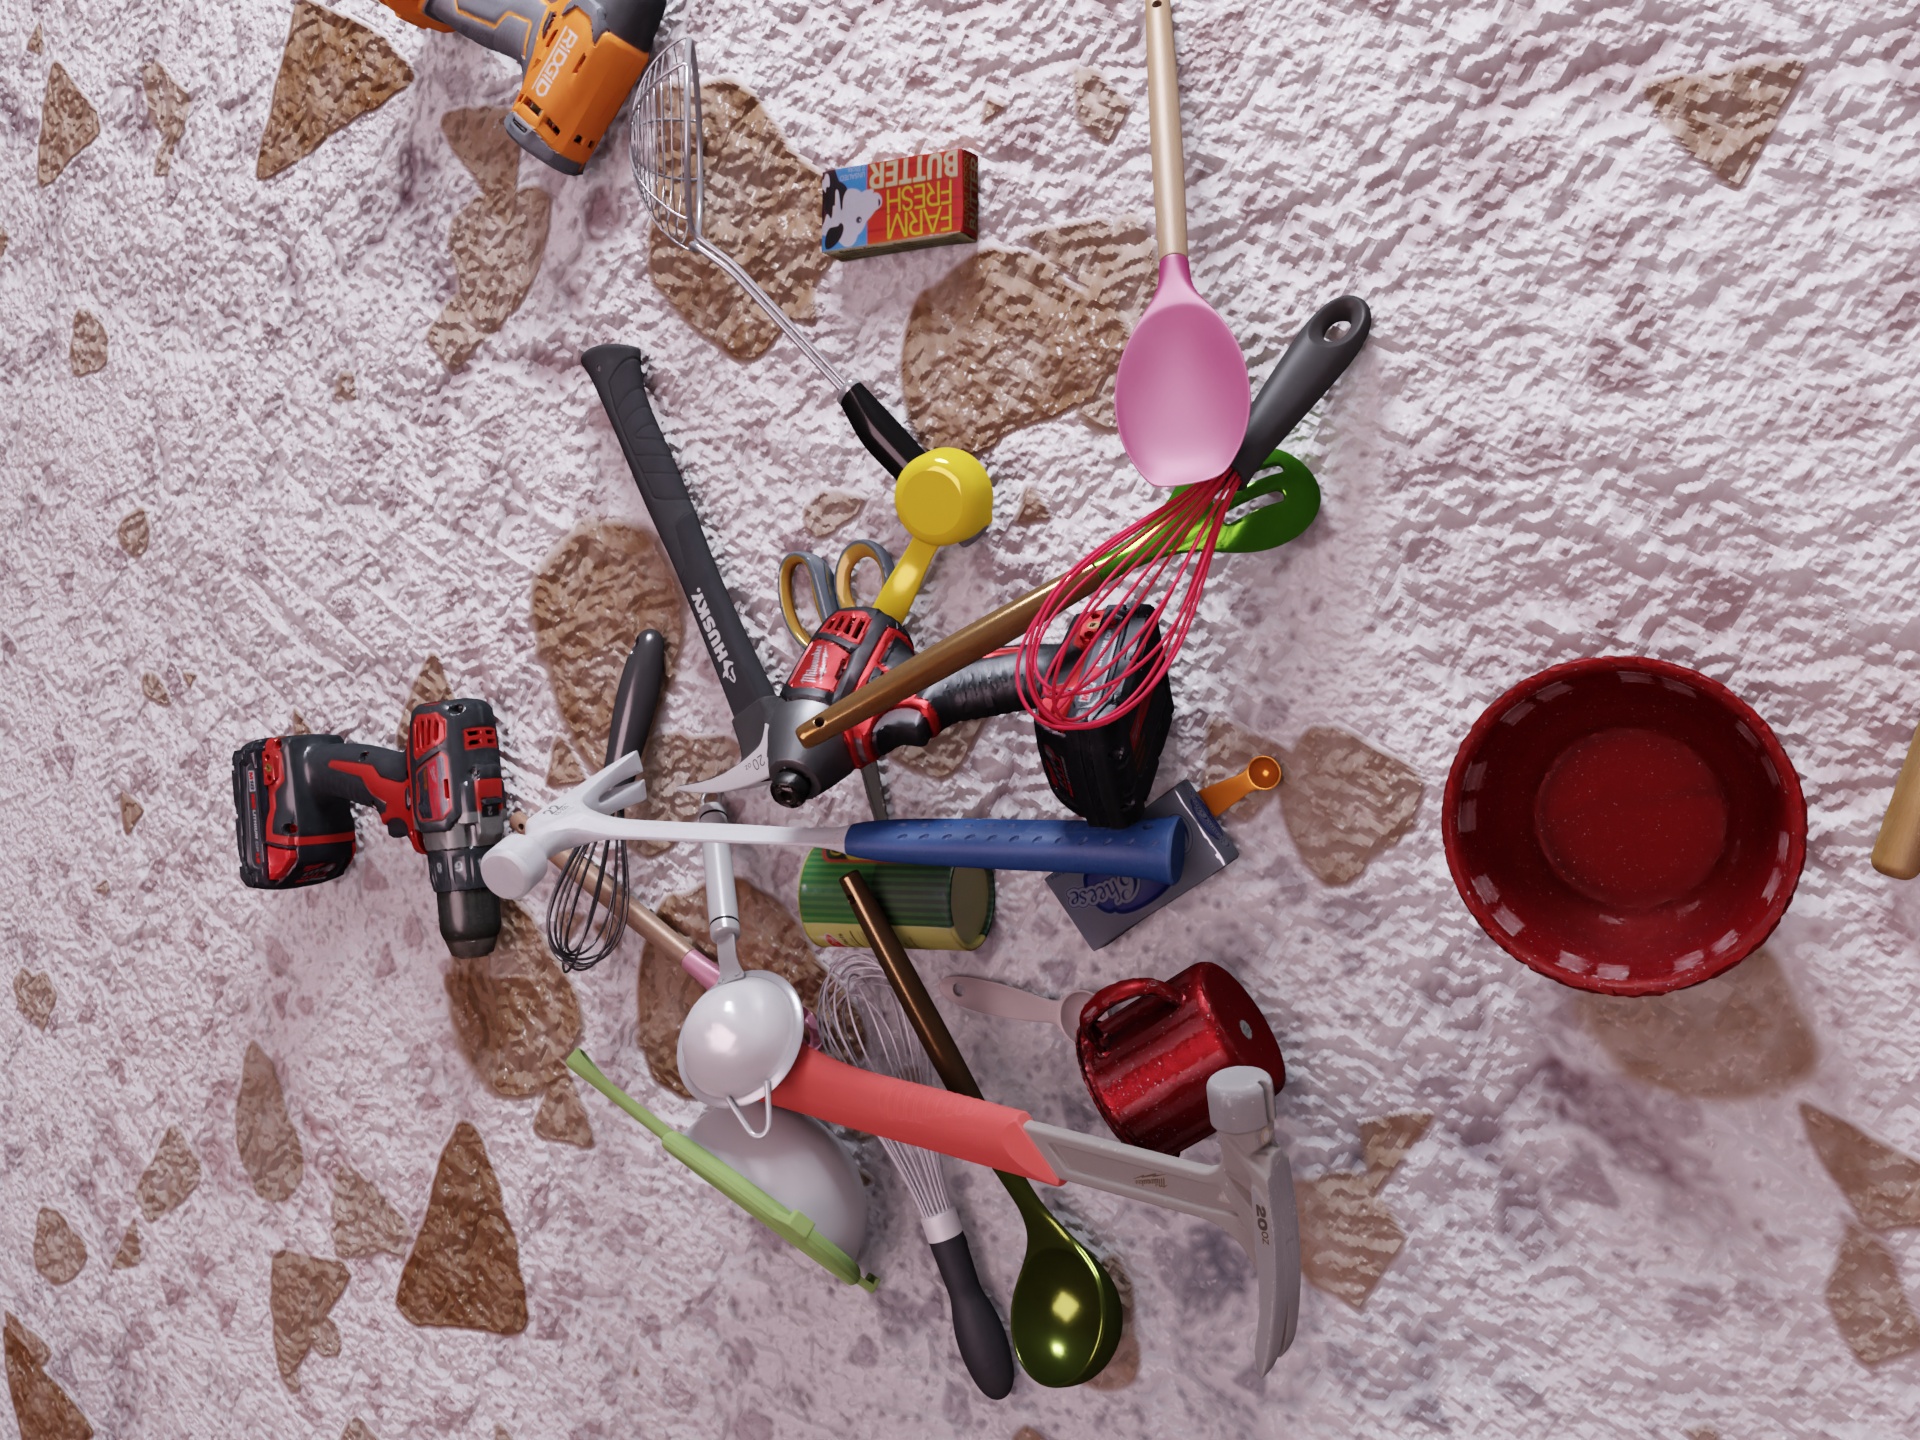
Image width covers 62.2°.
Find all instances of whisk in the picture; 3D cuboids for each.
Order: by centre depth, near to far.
[{"bbox_3d":[0.450,-0.046,0.703,0.051,0.047,0.245,19,104,27],"label":"whisk"},{"bbox_3d":[0.126,-0.111,0.811,0.073,0.073,0.296,30,73,25],"label":"whisk"},{"bbox_3d":[-0.022,0.277,0.973,0.070,0.070,0.284,-22,85,28],"label":"whisk"},{"bbox_3d":[-0.235,0.053,1.075,0.055,0.055,0.239,8,82,29],"label":"whisk"}]

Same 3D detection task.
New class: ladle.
[{"bbox_3d":[0.002,0.234,0.920,0.078,0.062,0.320,-27,91,43],"label":"ladle"}]

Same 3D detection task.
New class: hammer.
[{"bbox_3d":[0.016,0.233,0.864,0.359,0.036,0.149,3,104,40],"label":"hammer"},{"bbox_3d":[-0.071,0.065,0.930,0.405,0.144,0.035,1,114,20],"label":"hammer"},{"bbox_3d":[-0.183,-0.108,1.058,0.146,0.035,0.335,-35,72,34],"label":"hammer"}]

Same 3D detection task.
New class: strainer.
[{"bbox_3d":[-0.148,0.137,0.988,0.087,0.050,0.259,-25,45,11],"label":"strainer"},{"bbox_3d":[-0.149,0.261,1.021,0.256,0.151,0.069,27,69,30],"label":"strainer"}]

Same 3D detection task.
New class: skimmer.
[{"bbox_3d":[-0.087,-0.265,0.990,0.090,0.127,0.363,-40,83,-14],"label":"skimmer"}]

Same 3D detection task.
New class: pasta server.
[{"bbox_3d":[-0.208,0.147,1.083,0.316,0.040,0.060,33,97,26],"label":"pasta server"}]

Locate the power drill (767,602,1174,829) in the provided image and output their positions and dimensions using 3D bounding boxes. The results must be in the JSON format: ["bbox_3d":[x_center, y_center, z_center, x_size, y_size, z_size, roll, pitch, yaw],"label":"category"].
[{"bbox_3d":[-0.001,-0.003,0.892,0.220,0.143,0.078,2,132,22],"label":"power drill"}]

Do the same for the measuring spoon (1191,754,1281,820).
[{"bbox_3d":[0.134,0.051,0.905,0.117,0.011,0.021,-33,83,30],"label":"measuring spoon"}]

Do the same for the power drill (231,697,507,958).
[{"bbox_3d":[-0.432,0.085,1.190,0.227,0.080,0.188,-6,89,27],"label":"power drill"}]

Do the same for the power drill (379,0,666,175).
[{"bbox_3d":[-0.300,-0.507,1.096,0.227,0.084,0.164,45,111,17],"label":"power drill"}]

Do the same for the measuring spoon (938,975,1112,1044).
[{"bbox_3d":[0.040,0.170,0.960,0.124,0.018,0.034,6,96,36],"label":"measuring spoon"}]

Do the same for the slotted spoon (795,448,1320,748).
[{"bbox_3d":[0.051,-0.065,0.852,0.314,0.031,0.070,-29,62,-1],"label":"slotted spoon"}]

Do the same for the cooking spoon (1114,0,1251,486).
[{"bbox_3d":[0.112,-0.263,0.842,0.069,0.017,0.319,-7,67,17],"label":"cooking spoon"}]

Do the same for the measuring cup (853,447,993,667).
[{"bbox_3d":[-0.033,-0.091,0.955,0.062,0.029,0.156,33,114,10],"label":"measuring cup"}]
